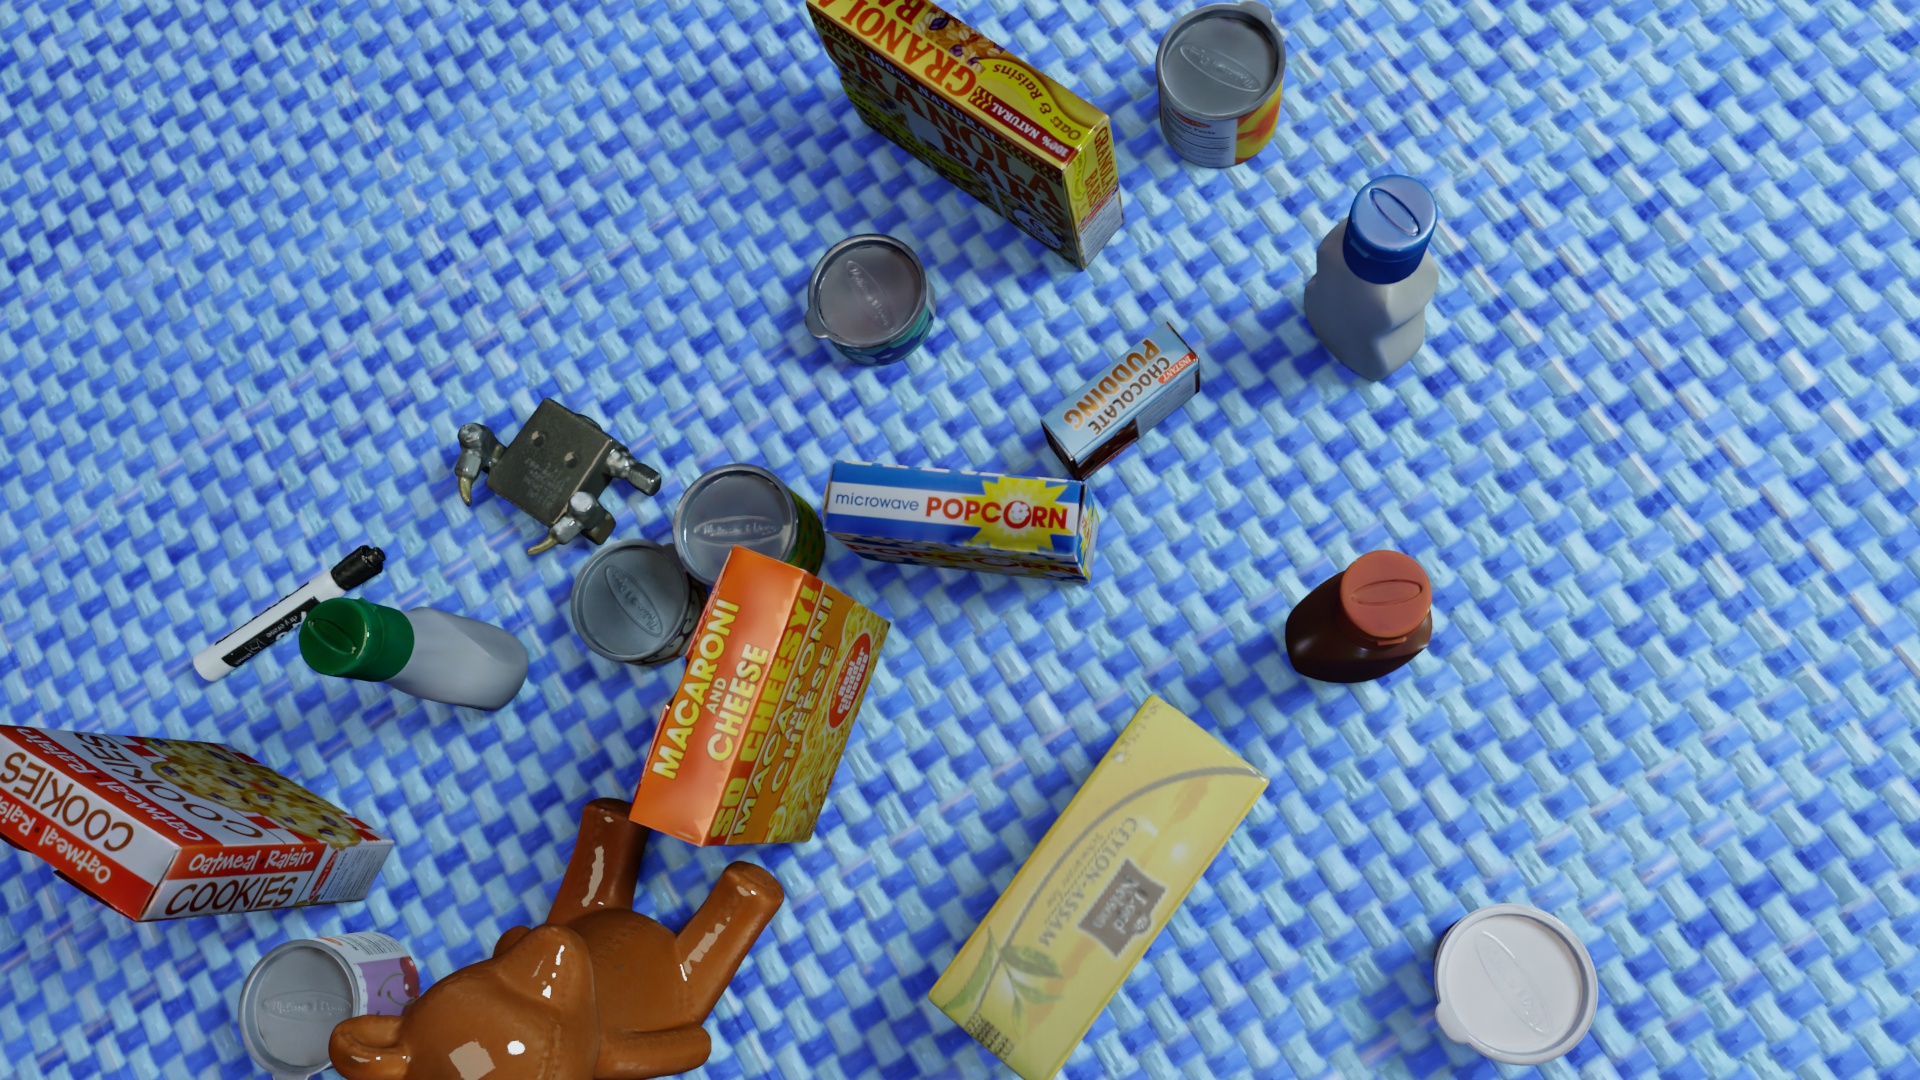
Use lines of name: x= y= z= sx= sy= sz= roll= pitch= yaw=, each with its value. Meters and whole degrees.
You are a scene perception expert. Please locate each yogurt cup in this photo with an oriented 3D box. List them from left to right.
yogurt cup: x=0.246 y=0.198 z=0.629 sx=0.072 sy=0.054 sz=0.072 roll=-2 pitch=78 yaw=9

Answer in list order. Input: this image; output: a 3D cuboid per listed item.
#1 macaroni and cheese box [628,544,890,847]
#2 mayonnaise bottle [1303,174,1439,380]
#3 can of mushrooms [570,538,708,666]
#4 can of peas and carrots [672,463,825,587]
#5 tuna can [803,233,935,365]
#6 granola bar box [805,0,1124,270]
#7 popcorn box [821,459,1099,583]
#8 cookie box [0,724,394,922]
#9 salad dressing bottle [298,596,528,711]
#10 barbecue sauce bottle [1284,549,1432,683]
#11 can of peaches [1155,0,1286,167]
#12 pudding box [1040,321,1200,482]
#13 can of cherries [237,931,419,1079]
macaroni and cheese box: x=-0.088 y=0.079 z=0.653 sx=0.040 sy=0.166 sz=0.124 roll=18 pitch=82 yaw=13
mayonnaise bottle: x=0.196 y=-0.125 z=0.658 sx=0.041 sy=0.148 sz=0.065 roll=-40 pitch=75 yaw=0
can of mushrooms: x=-0.170 y=0.032 z=0.746 sx=0.071 sy=0.033 sz=0.071 roll=-2 pitch=78 yaw=9
can of peas and carrots: x=-0.109 y=0.001 z=0.729 sx=0.071 sy=0.058 sz=0.071 roll=-2 pitch=78 yaw=9
tuna can: x=-0.050 y=-0.130 z=0.760 sx=0.071 sy=0.033 sz=0.071 roll=-2 pitch=78 yaw=9
granola bar box: x=0.005 y=-0.219 z=0.723 sx=0.166 sy=0.124 sz=0.039 roll=37 pitch=87 yaw=15
popcorn box: x=0.002 y=-0.009 z=0.699 sx=0.127 sy=0.085 sz=0.038 roll=6 pitch=80 yaw=11
cookie box: x=-0.384 y=0.140 z=0.690 sx=0.123 sy=0.167 sz=0.040 roll=25 pitch=84 yaw=14
salad dressing bottle: x=-0.272 y=0.057 z=0.699 sx=0.064 sy=0.147 sz=0.044 roll=31 pitch=85 yaw=14
barbecue sauce bottle: x=0.183 y=0.036 z=0.626 sx=0.065 sy=0.148 sz=0.044 roll=-8 pitch=78 yaw=8
can of peaches: x=0.140 y=-0.242 z=0.739 sx=0.071 sy=0.058 sz=0.071 roll=-2 pitch=78 yaw=9
pudding box: x=0.083 y=-0.070 z=0.716 sx=0.084 sy=0.049 sz=0.030 roll=-38 pitch=75 yaw=0
can of cherries: x=-0.324 y=0.240 z=0.715 sx=0.071 sy=0.058 sz=0.071 roll=-2 pitch=78 yaw=9
